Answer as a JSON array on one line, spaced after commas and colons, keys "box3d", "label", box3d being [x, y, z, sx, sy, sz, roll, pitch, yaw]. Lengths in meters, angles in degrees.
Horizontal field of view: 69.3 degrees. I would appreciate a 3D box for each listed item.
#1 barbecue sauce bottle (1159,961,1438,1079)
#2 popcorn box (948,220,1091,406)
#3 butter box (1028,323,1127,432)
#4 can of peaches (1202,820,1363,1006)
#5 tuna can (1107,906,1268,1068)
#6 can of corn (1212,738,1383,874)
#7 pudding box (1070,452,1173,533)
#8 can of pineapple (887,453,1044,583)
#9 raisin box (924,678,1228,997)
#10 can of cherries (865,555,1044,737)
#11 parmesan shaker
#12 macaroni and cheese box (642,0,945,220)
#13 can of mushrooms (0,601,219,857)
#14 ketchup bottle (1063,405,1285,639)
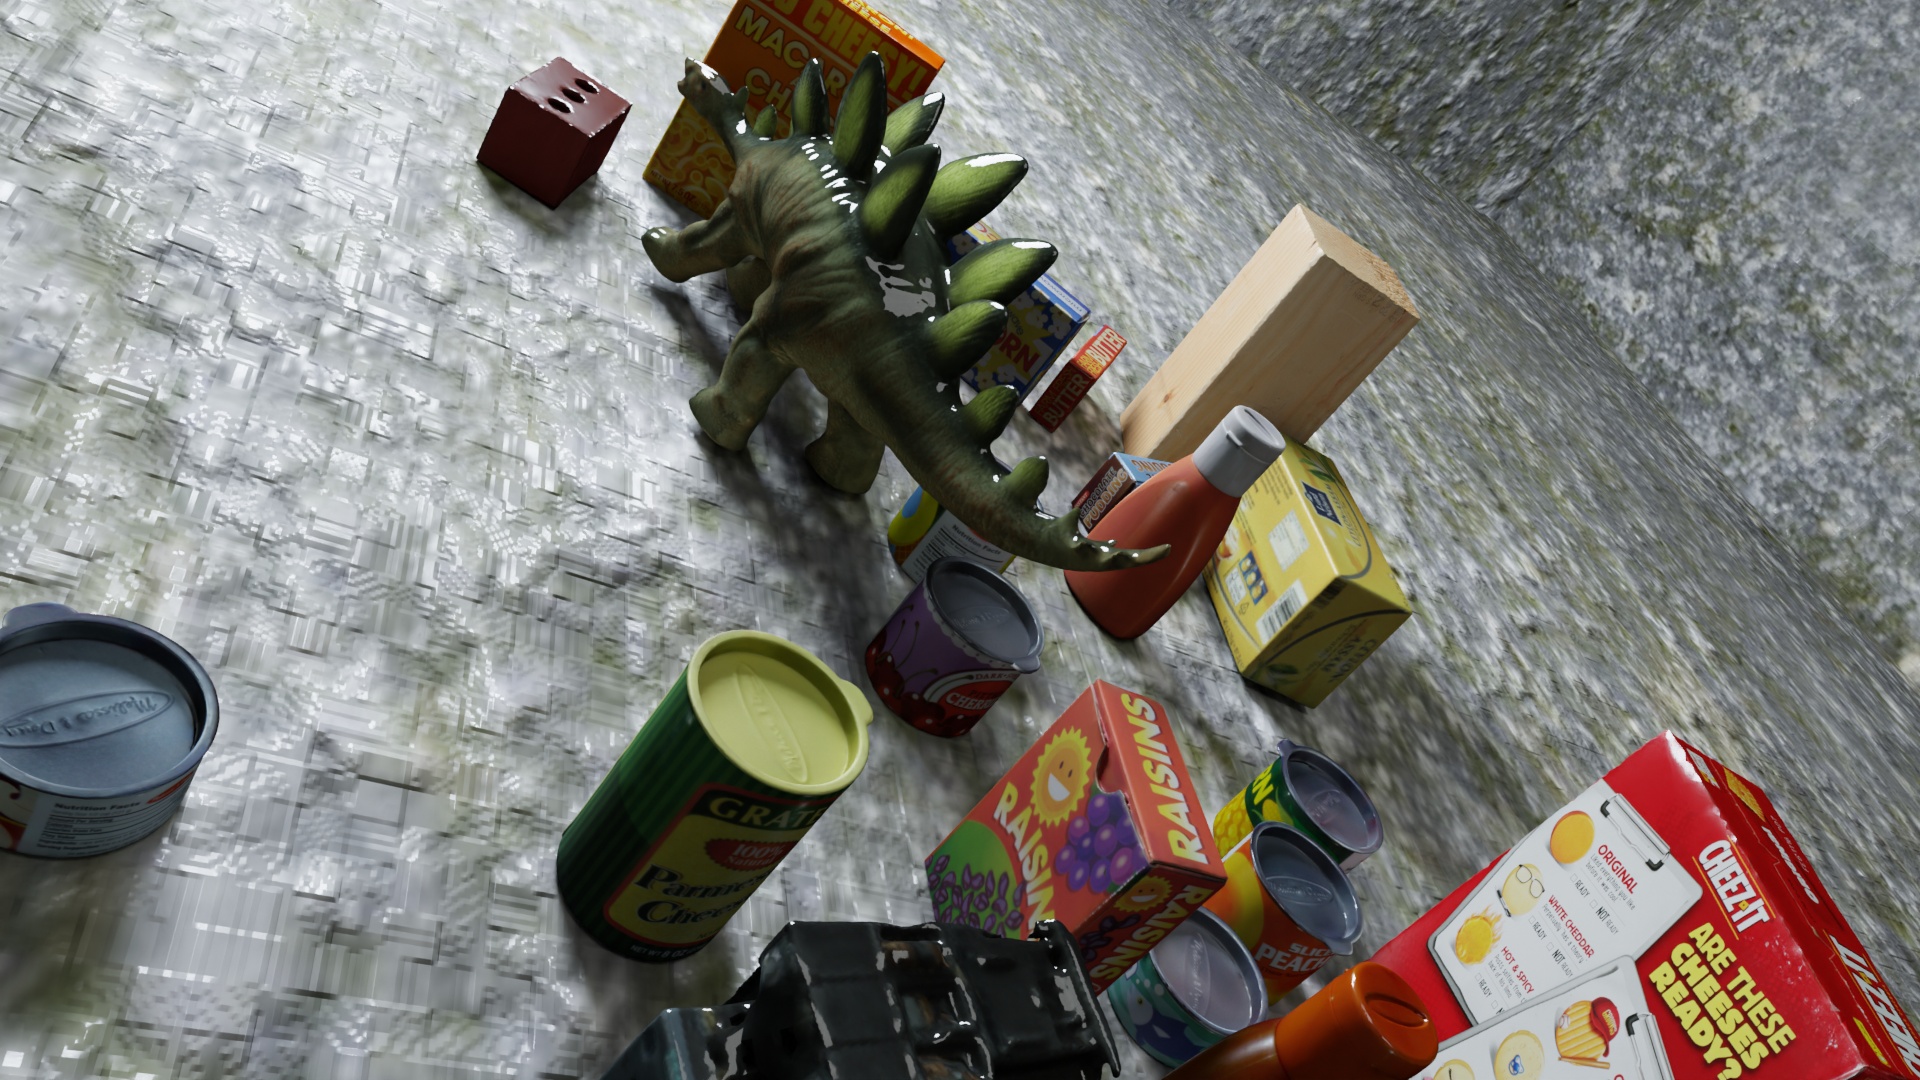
[{"box3d": [0.098, 0.199, 0.478, 0.065, 0.148, 0.044, 24, 33, -25], "label": "barbecue sauce bottle"}, {"box3d": [0.013, -0.159, 0.938, 0.127, 0.085, 0.038, 40, 29, 2], "label": "popcorn box"}, {"box3d": [0.085, -0.117, 0.993, 0.024, 0.053, 0.104, 39, 29, 0], "label": "butter box"}, {"box3d": [0.144, 0.177, 0.650, 0.071, 0.057, 0.071, 28, 31, -19], "label": "can of peaches"}, {"box3d": [0.095, 0.191, 0.602, 0.071, 0.032, 0.071, 28, 31, -19], "label": "tuna can"}, {"box3d": [0.172, 0.148, 0.720, 0.071, 0.058, 0.071, 28, 31, -19], "label": "can of corn"}, {"box3d": [0.119, -0.027, 0.911, 0.084, 0.049, 0.030, 5, 44, -45], "label": "pudding box"}, {"box3d": [0.003, -0.009, 0.749, 0.071, 0.057, 0.071, 28, 31, -19], "label": "can of pineapple"}, {"box3d": [0.039, 0.127, 0.536, 0.040, 0.123, 0.086, 21, 34, -28], "label": "raisin box"}, {"box3d": [-0.002, 0.052, 0.658, 0.071, 0.058, 0.072, 28, 31, -19], "label": "can of cherries"}, {"box3d": [-0.084, 0.089, 0.473, 0.071, 0.102, 0.072, 28, 31, -19], "label": "parmesan shaker"}, {"box3d": [-0.106, -0.265, 0.871, 0.123, 0.165, 0.040, 32, 30, -12], "label": "macaroni and cheese box"}, {"box3d": [-0.256, 0.054, 0.401, 0.071, 0.033, 0.071, 28, 31, -19], "label": "can of mushrooms"}, {"box3d": [0.124, -0.012, 0.795, 0.043, 0.148, 0.065, -6, 52, -51], "label": "ketchup bottle"}]
